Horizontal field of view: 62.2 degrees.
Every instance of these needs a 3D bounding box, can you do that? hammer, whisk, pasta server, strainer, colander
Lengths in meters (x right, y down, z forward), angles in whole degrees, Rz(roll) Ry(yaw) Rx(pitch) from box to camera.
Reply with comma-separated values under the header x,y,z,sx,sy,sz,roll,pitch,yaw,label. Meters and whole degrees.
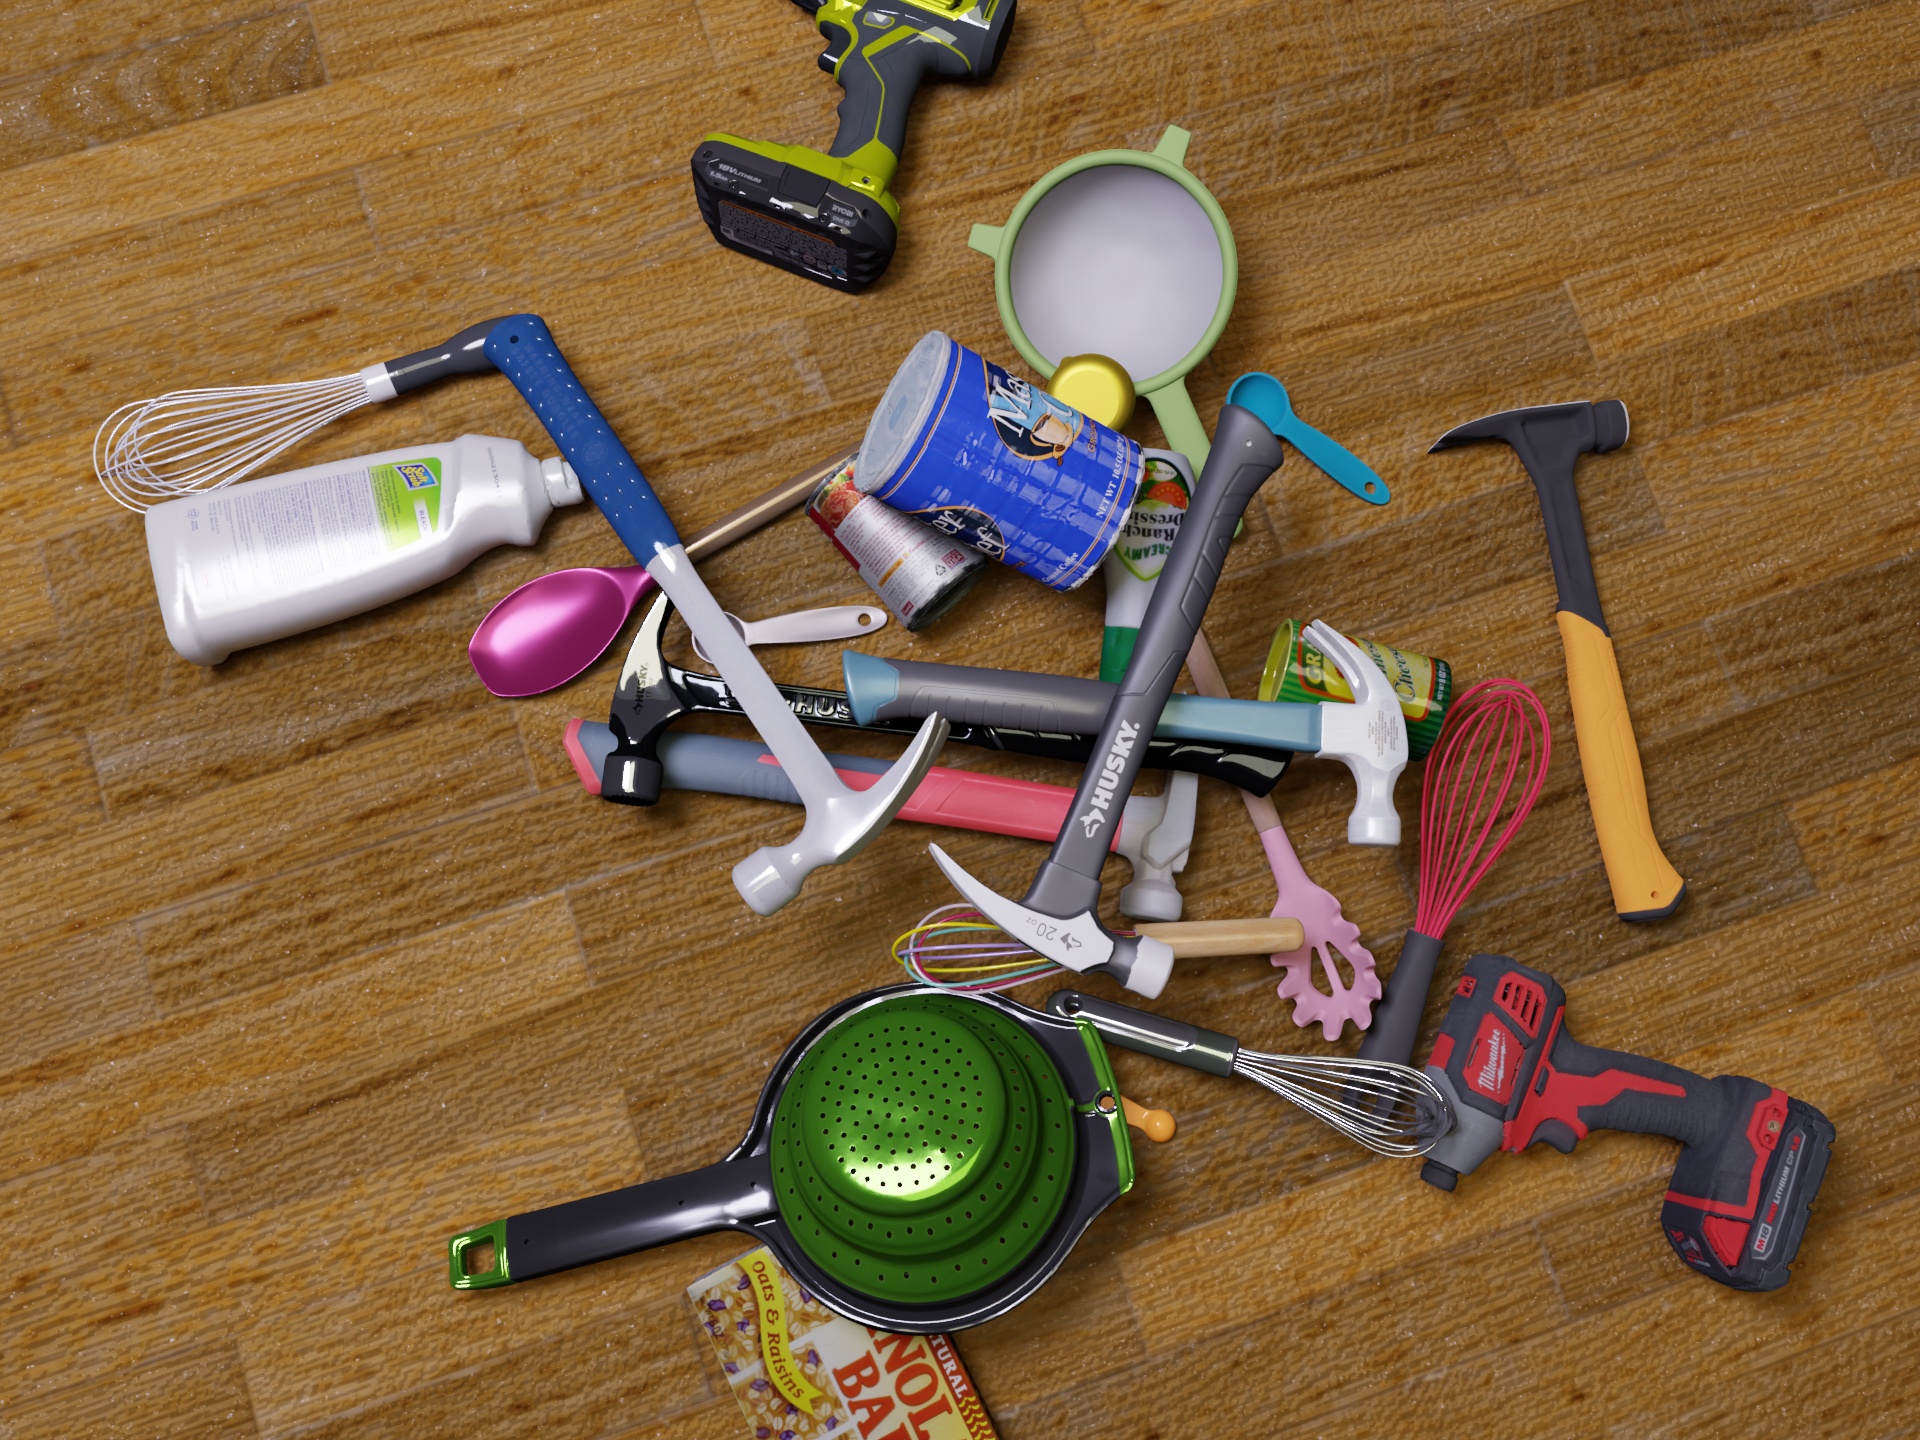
x,y,z,sx,sy,sz,roll,pitch,yaw,label
-0.002,-0.003,0.953,0.409,0.036,0.149,6,76,-2,hammer
0.082,0.131,0.935,0.245,0.051,0.047,-2,112,-5,whisk
-0.161,-0.089,0.924,0.144,0.035,0.406,-36,70,1,hammer
0.101,-0.026,0.894,0.146,0.035,0.335,22,80,0,hammer
0.168,0.202,0.939,0.246,0.059,0.058,14,55,13,whisk
0.095,-0.004,0.924,0.331,0.033,0.128,6,79,-2,hammer
-0.395,-0.200,0.997,0.284,0.070,0.070,-22,82,-12,whisk
-0.047,0.026,0.980,0.386,0.038,0.143,9,78,-1,hammer
0.181,0.042,0.988,0.060,0.040,0.316,-24,80,16,pasta server
0.291,0.114,0.974,0.073,0.073,0.296,20,86,1,whisk
0.123,-0.237,1.027,0.151,0.069,0.256,-24,101,13,strainer
-0.105,0.247,0.883,0.397,0.094,0.205,-14,59,0,colander
0.395,-0.039,1.015,0.127,0.034,0.337,-8,81,-5,hammer

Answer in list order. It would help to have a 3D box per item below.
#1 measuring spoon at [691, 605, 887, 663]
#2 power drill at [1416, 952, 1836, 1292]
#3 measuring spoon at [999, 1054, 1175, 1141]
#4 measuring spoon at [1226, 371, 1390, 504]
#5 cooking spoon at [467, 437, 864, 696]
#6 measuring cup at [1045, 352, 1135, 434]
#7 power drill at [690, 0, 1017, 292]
x,y,z,sx,sy,sz,roll,pitch,yaw,label
-0.108,-0.056,1.006,0.124,0.018,0.034,-8,80,-11,measuring spoon
0.382,0.245,0.945,0.219,0.078,0.143,24,80,4,power drill
0.076,0.226,0.963,0.117,0.011,0.021,23,80,1,measuring spoon
0.227,-0.180,1.044,0.128,0.021,0.042,35,81,-6,measuring spoon
-0.165,-0.110,1.008,0.319,0.017,0.069,-31,79,-7,cooking spoon
0.039,-0.174,1.000,0.156,0.029,0.062,-32,98,11,measuring cup
-0.088,-0.414,1.038,0.190,0.080,0.228,21,77,1,power drill
